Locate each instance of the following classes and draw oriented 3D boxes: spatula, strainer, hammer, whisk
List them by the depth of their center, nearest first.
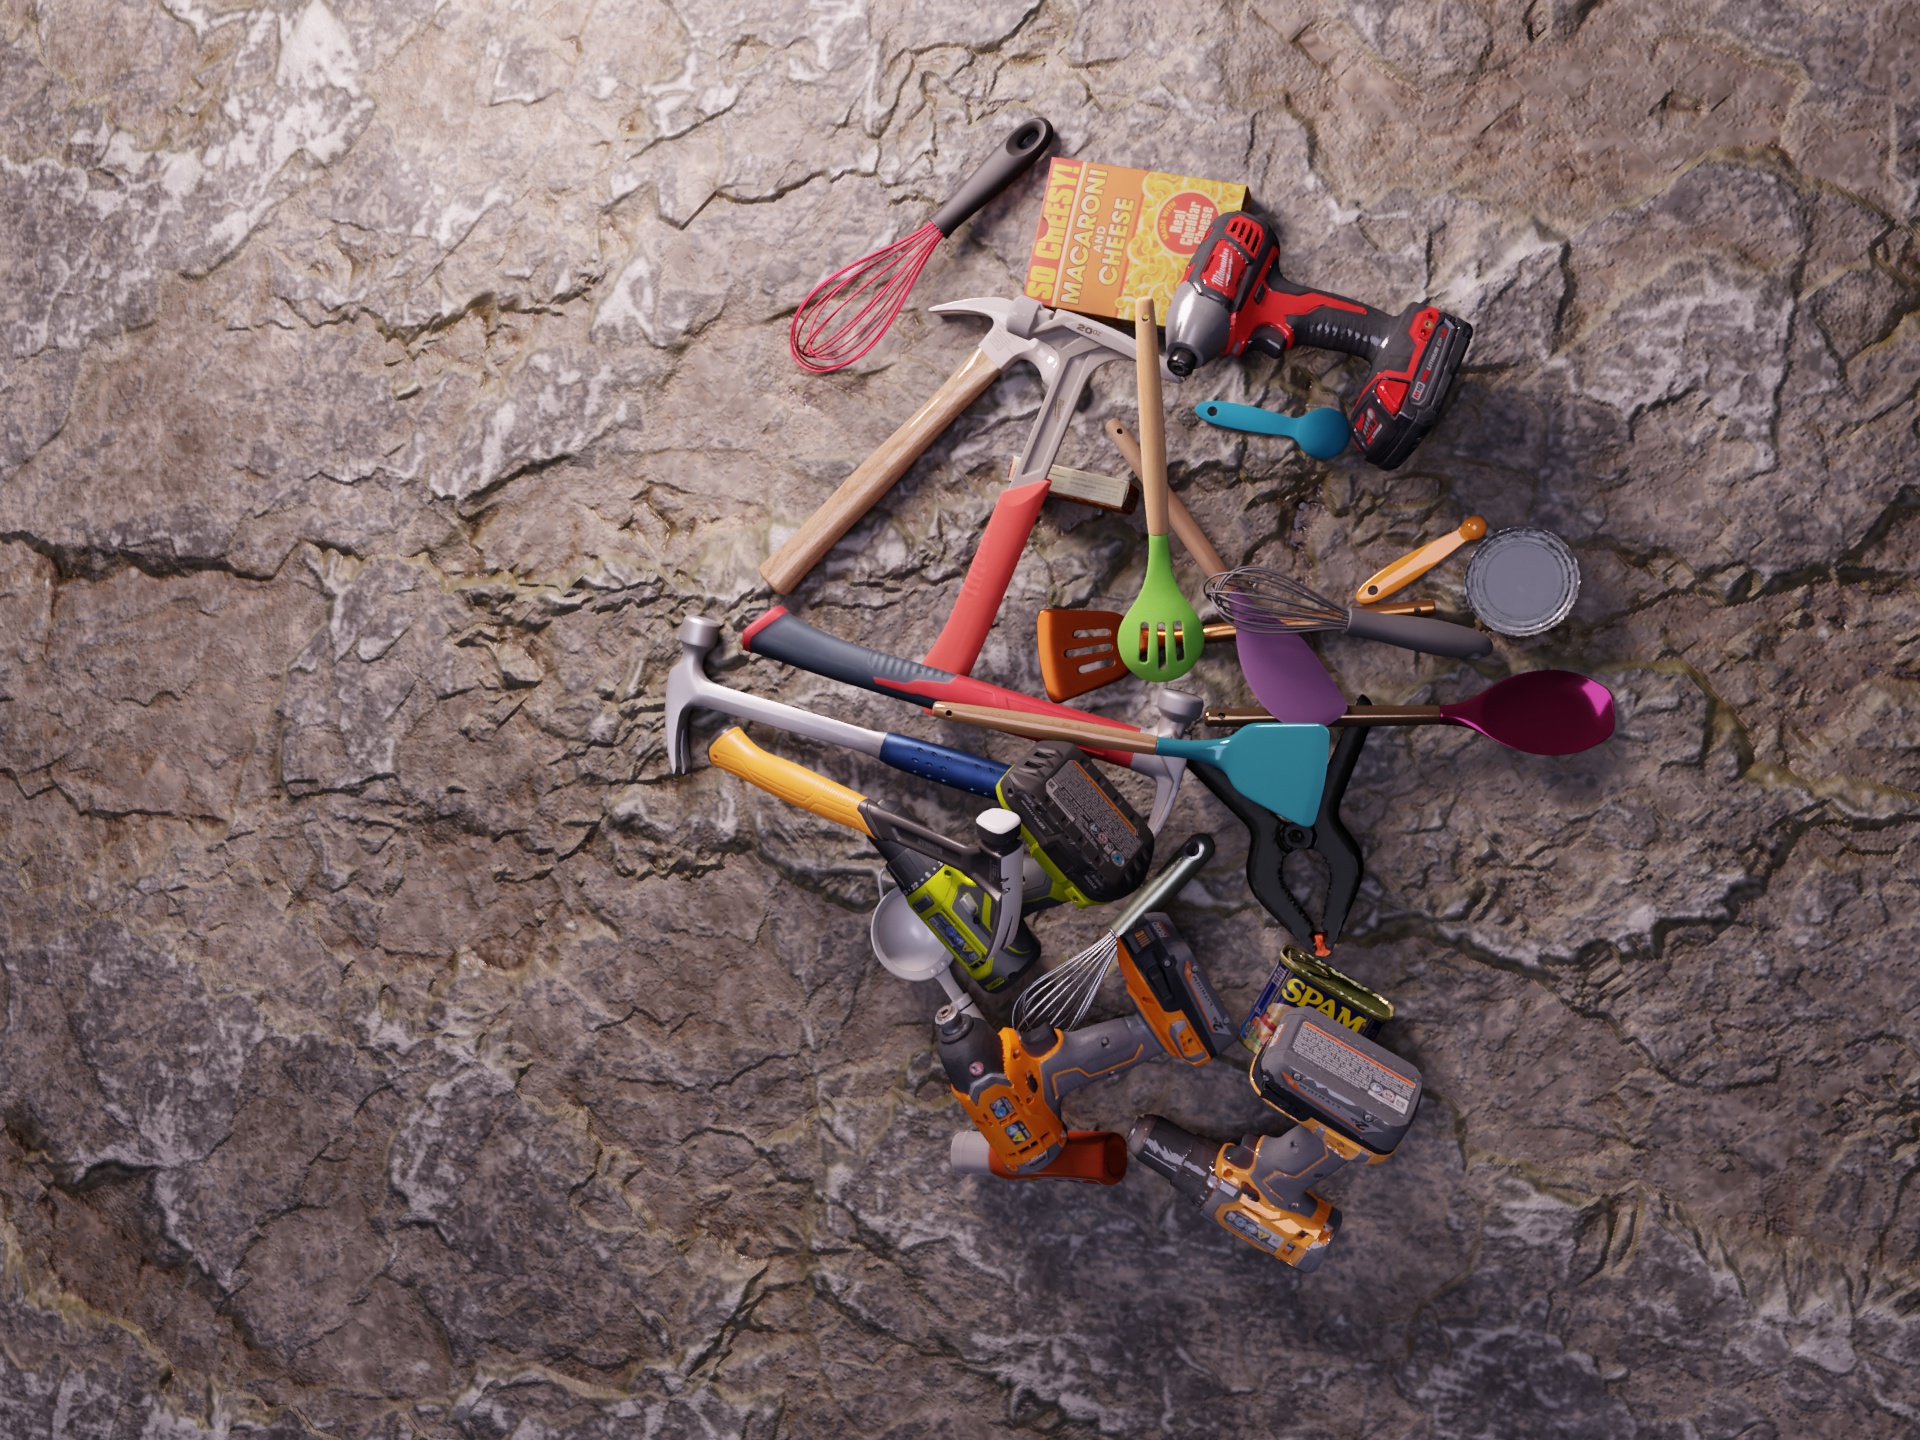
[{"bbox_3d":[0.308,-0.081,1.260,0.239,0.055,0.055,11,96,-5],"label":"whisk"},{"bbox_3d":[0.130,0.016,1.270,0.317,0.044,0.082,9,103,10],"label":"spatula"},{"bbox_3d":[0.207,-0.123,1.303,0.060,0.018,0.316,-30,74,-5],"label":"spatula"},{"bbox_3d":[0.225,-0.072,1.314,0.322,0.041,0.081,-6,96,15],"label":"spatula"},{"bbox_3d":[0.049,-0.156,1.316,0.149,0.037,0.359,27,115,9],"label":"hammer"},{"bbox_3d":[-0.087,0.081,1.323,0.337,0.034,0.127,22,125,34],"label":"hammer"},{"bbox_3d":[-0.002,-0.004,1.332,0.386,0.038,0.143,17,99,7],"label":"hammer"},{"bbox_3d":[0.130,0.189,1.354,0.246,0.059,0.058,-48,57,8],"label":"whisk"},{"bbox_3d":[-0.034,-0.409,1.364,0.296,0.073,0.073,-42,82,8],"label":"whisk"},{"bbox_3d":[-0.056,-0.235,1.390,0.331,0.031,0.130,-43,82,14],"label":"hammer"},{"bbox_3d":[-0.005,0.242,1.397,0.087,0.050,0.258,-33,89,-29],"label":"strainer"},{"bbox_3d":[-0.079,0.026,1.409,0.405,0.035,0.144,16,97,15],"label":"hammer"}]

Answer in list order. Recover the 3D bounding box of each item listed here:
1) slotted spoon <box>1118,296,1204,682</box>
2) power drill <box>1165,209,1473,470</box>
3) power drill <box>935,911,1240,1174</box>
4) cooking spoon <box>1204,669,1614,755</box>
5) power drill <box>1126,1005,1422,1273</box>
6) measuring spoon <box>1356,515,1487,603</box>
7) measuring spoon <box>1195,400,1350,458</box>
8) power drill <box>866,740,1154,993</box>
[{"bbox_3d":[0.152,-0.172,1.249,0.070,0.031,0.313,-3,112,6],"label":"slotted spoon"},{"bbox_3d":[0.267,-0.290,1.229,0.219,0.078,0.143,27,70,2],"label":"power drill"},{"bbox_3d":[0.095,0.254,1.301,0.226,0.084,0.164,-32,113,1],"label":"power drill"},{"bbox_3d":[0.355,-0.004,1.269,0.319,0.017,0.069,-1,80,6],"label":"cooking spoon"},{"bbox_3d":[0.245,0.330,1.275,0.185,0.084,0.226,29,130,11],"label":"power drill"},{"bbox_3d":[0.371,-0.129,1.283,0.117,0.011,0.021,-33,84,15],"label":"measuring spoon"},{"bbox_3d":[0.255,-0.245,1.305,0.128,0.021,0.042,14,97,14],"label":"measuring spoon"},{"bbox_3d":[0.031,0.111,1.309,0.190,0.080,0.228,49,135,-2],"label":"power drill"}]
